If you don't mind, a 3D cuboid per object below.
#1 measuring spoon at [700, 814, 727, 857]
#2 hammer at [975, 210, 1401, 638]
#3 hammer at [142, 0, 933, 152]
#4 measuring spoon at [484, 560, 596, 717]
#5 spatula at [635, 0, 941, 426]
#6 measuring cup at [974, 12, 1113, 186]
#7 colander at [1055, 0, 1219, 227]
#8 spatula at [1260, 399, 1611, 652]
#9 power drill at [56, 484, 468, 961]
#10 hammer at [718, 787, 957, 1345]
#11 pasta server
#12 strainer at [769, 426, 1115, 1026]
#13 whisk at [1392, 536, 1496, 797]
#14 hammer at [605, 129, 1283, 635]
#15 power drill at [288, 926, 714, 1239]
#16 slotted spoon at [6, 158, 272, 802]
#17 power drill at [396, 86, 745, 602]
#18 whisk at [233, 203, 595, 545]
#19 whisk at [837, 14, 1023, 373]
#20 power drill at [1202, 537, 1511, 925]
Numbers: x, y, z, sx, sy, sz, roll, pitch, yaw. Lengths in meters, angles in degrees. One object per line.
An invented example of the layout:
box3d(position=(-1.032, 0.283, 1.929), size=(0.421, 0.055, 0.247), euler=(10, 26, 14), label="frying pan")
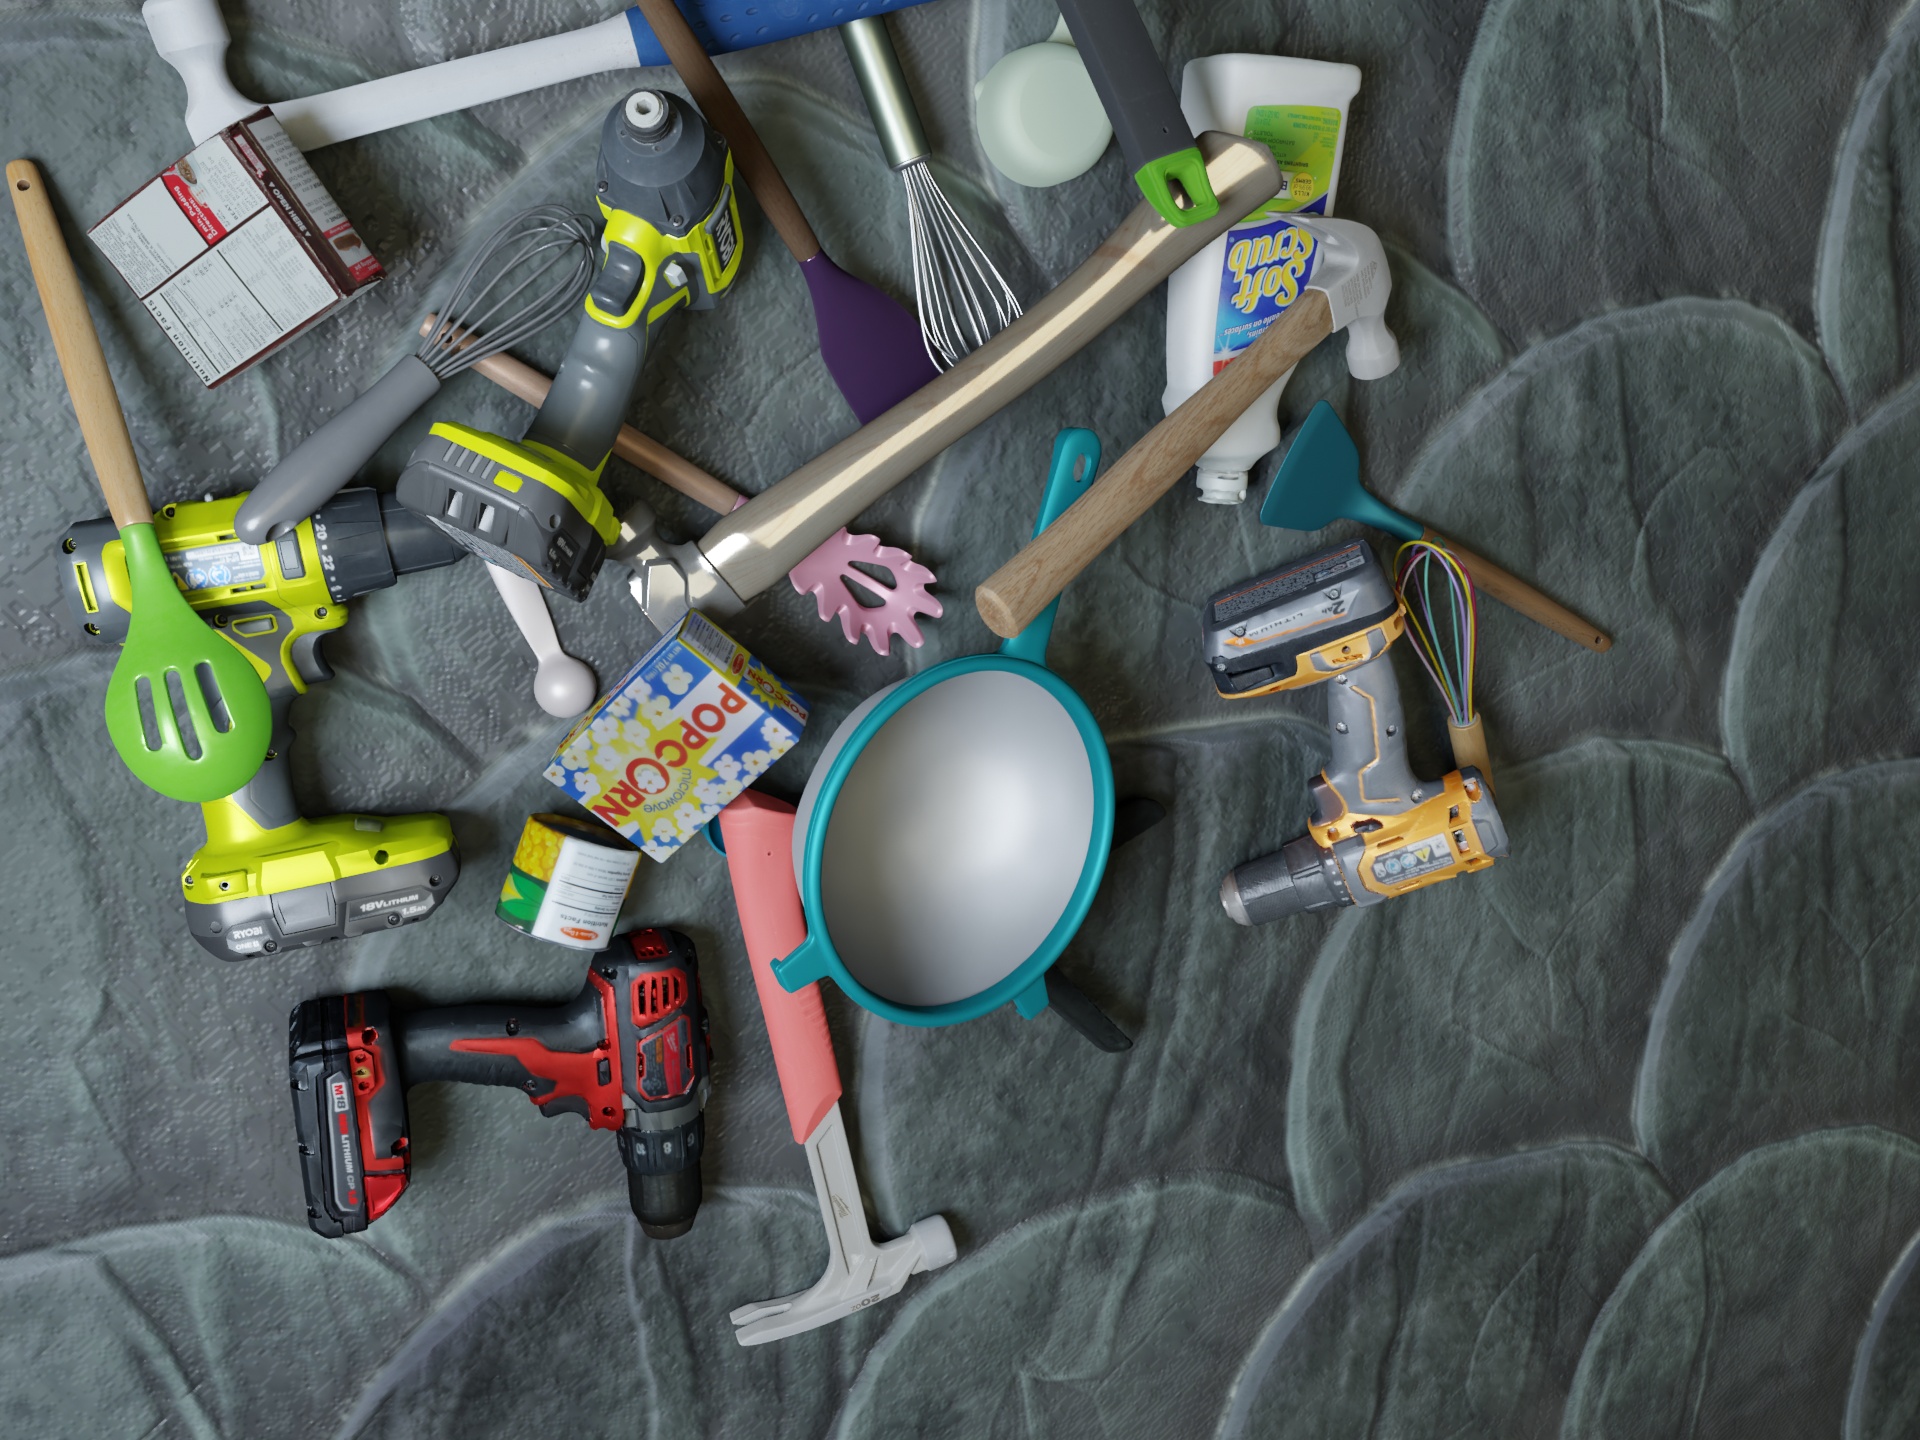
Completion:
box3d(position=(-0.169, 0.047, 0.922), size=(0.128, 0.021, 0.042), euler=(17, 105, -13), label="measuring spoon")
box3d(position=(0.128, -0.163, 0.873), size=(0.331, 0.031, 0.129), euler=(-44, 132, -20), label="hammer")
box3d(position=(-0.173, -0.330, 0.793), size=(0.405, 0.035, 0.144), euler=(-19, 113, -9), label="hammer")
box3d(position=(-0.234, -0.057, 0.869), size=(0.034, 0.018, 0.124), euler=(-25, 109, -12), label="measuring spoon")
box3d(position=(-0.090, -0.266, 0.828), size=(0.060, 0.018, 0.315), euler=(-41, 130, -7), label="spatula")
box3d(position=(0.066, -0.382, 0.885), size=(0.083, 0.038, 0.167), euler=(18, 99, -22), label="measuring cup")
box3d(position=(0.050, -0.438, 0.770), size=(0.204, 0.094, 0.397), euler=(-27, 93, -25), label="colander")
box3d(position=(0.322, -0.107, 1.040), size=(0.317, 0.044, 0.082), euler=(24, 97, -24), label="spatula")
box3d(position=(-0.330, -0.008, 0.817), size=(0.190, 0.080, 0.228), euler=(-11, 104, -16), label="power drill")
box3d(position=(-0.102, 0.209, 0.956), size=(0.149, 0.037, 0.358), euler=(-17, 113, -15), label="hammer")
box3d(position=(-0.147, -0.131, 0.872), size=(0.316, 0.040, 0.060), euler=(30, 100, -22), label="pasta server")
box3d(position=(-0.001, -0.003, 0.899), size=(0.210, 0.095, 0.340), euler=(15, 92, -39), label="strainer")
box3d(position=(0.325, -0.019, 1.048), size=(0.047, 0.051, 0.244), euler=(-6, 128, 25), label="whisk")
box3d(position=(0.006, -0.167, 0.859), size=(0.410, 0.038, 0.146), euler=(-37, 112, 2), label="hammer")
box3d(position=(-0.251, 0.224, 0.902), size=(0.226, 0.080, 0.188), euler=(-7, 105, -21), label="power drill")
box3d(position=(-0.394, -0.114, 0.741), size=(0.070, 0.031, 0.314), euler=(-18, 87, -14), label="slotted spoon")
box3d(position=(-0.175, -0.180, 0.758), size=(0.080, 0.171, 0.223), euler=(24, 83, 0), label="power drill")
box3d(position=(-0.266, -0.172, 0.785), size=(0.055, 0.055, 0.239), euler=(48, 70, -23), label="whisk")
box3d(position=(-0.023, -0.298, 0.872), size=(0.058, 0.059, 0.246), euler=(-20, 104, 5), label="whisk")
box3d(position=(0.223, 0.021, 1.003), size=(0.185, 0.084, 0.226), euler=(-22, 109, 16), label="power drill")
